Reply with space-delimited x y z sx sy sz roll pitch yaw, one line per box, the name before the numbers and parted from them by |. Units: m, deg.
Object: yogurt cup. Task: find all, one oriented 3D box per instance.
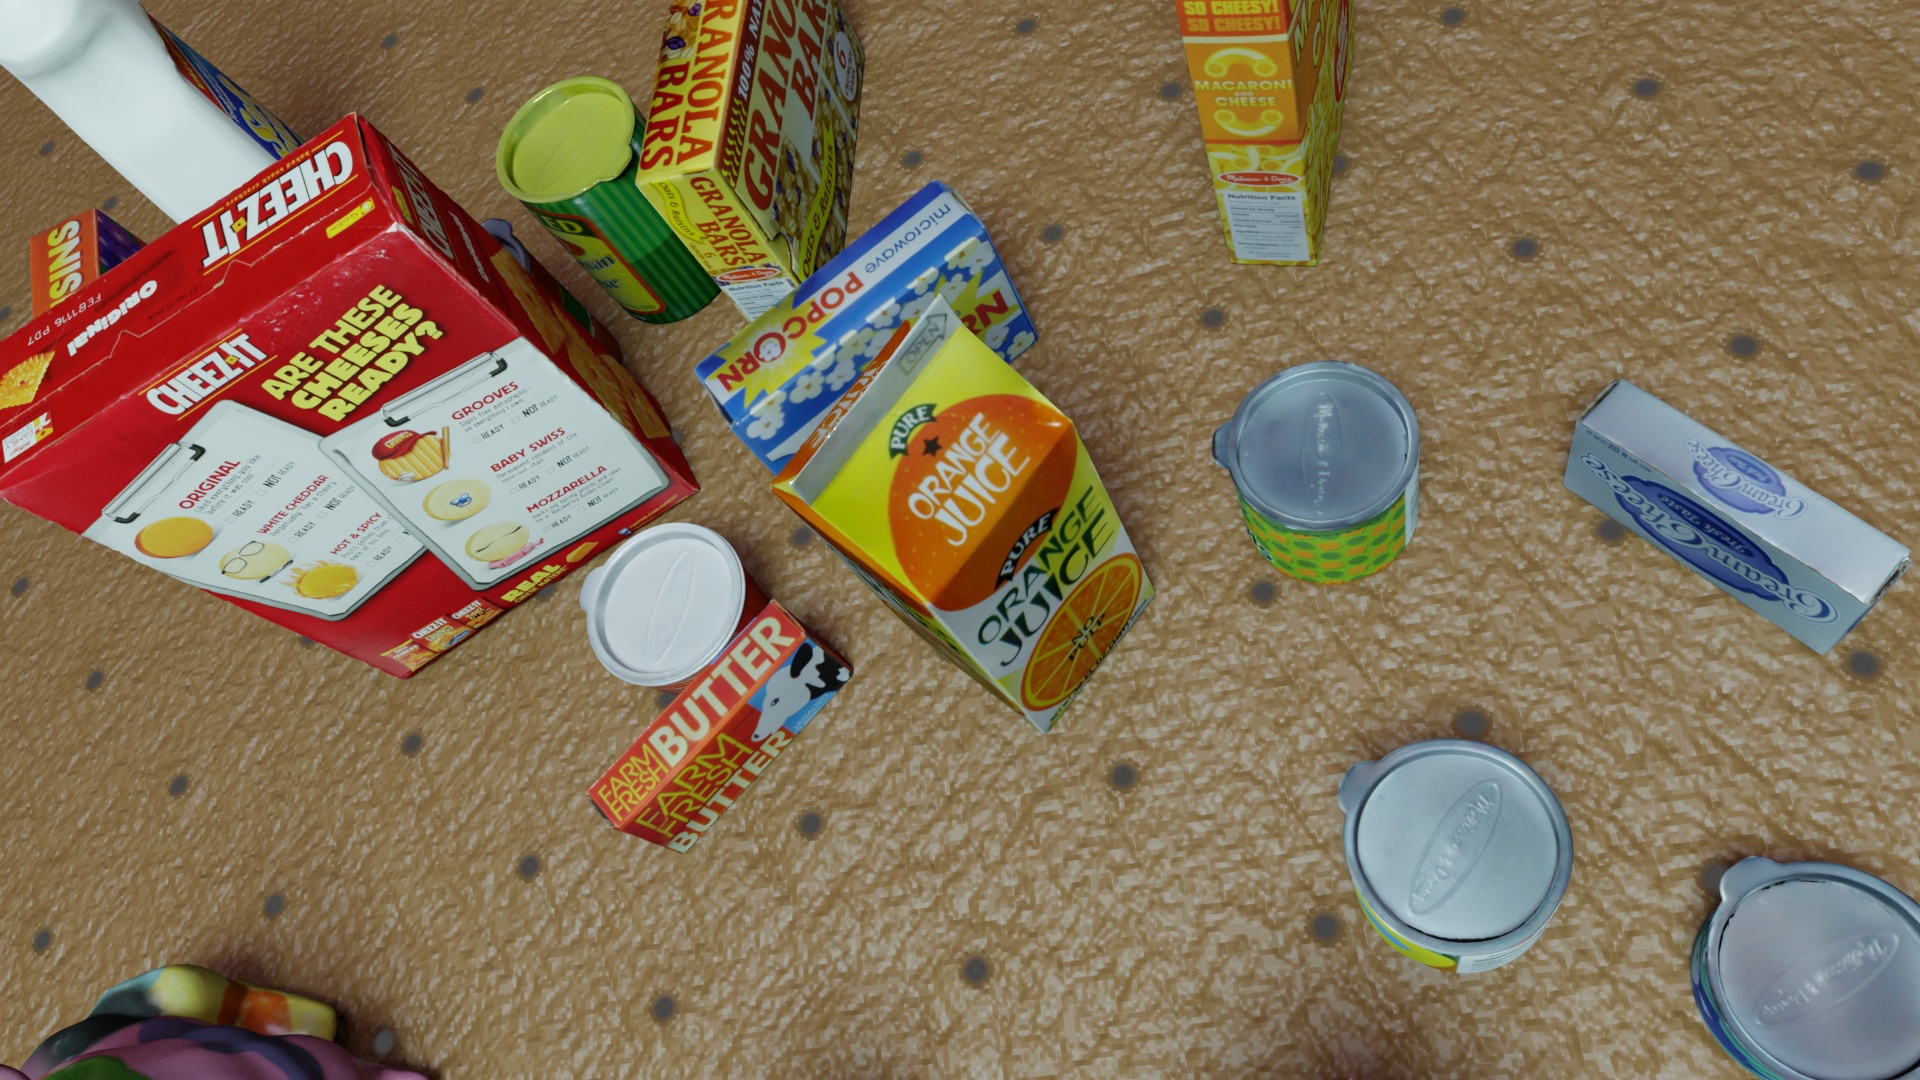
yogurt cup | -0.109 0.033 0.567 0.072 0.053 0.072 -7 65 15

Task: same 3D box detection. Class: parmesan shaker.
parmesan shaker | -0.152 -0.151 0.635 0.071 0.103 0.071 -7 65 15

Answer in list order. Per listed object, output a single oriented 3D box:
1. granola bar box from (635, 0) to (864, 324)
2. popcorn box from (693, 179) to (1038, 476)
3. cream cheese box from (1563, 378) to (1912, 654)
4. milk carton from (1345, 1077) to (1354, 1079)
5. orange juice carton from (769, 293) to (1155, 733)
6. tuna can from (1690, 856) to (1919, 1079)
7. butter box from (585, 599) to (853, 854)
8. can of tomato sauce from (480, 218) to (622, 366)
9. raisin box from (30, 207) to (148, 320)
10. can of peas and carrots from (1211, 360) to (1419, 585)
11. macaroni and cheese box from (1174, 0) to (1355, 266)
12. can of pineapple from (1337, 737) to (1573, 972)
granola bar box | -0.087 -0.193 0.621 0.039 0.124 0.166 -4 66 17
popcorn box | -0.035 -0.077 0.574 0.127 0.085 0.038 -38 61 -1
cream cheese box | 0.256 -0.008 0.467 0.024 0.053 0.104 -46 62 -5
milk carton | 0.102 0.190 0.350 0.073 0.190 0.072 -44 61 -4
orange juice carton | 0.002 -0.006 0.469 0.073 0.192 0.072 35 81 28
tuna can | 0.255 0.130 0.417 0.071 0.032 0.071 -7 65 15
butter box | -0.092 0.074 0.543 0.103 0.053 0.024 -46 62 -5
can of tomato sauce | -0.204 -0.094 0.638 0.071 0.083 0.071 -7 65 15
raisin box | -0.381 -0.089 0.670 0.040 0.123 0.086 -25 62 7
can of peas and carrots | 0.132 -0.023 0.511 0.071 0.058 0.071 -7 65 15
macaroni and cheese box | 0.122 -0.203 0.533 0.040 0.166 0.124 6 69 21
can of pineapple | 0.158 0.101 0.447 0.071 0.057 0.071 -7 65 15
